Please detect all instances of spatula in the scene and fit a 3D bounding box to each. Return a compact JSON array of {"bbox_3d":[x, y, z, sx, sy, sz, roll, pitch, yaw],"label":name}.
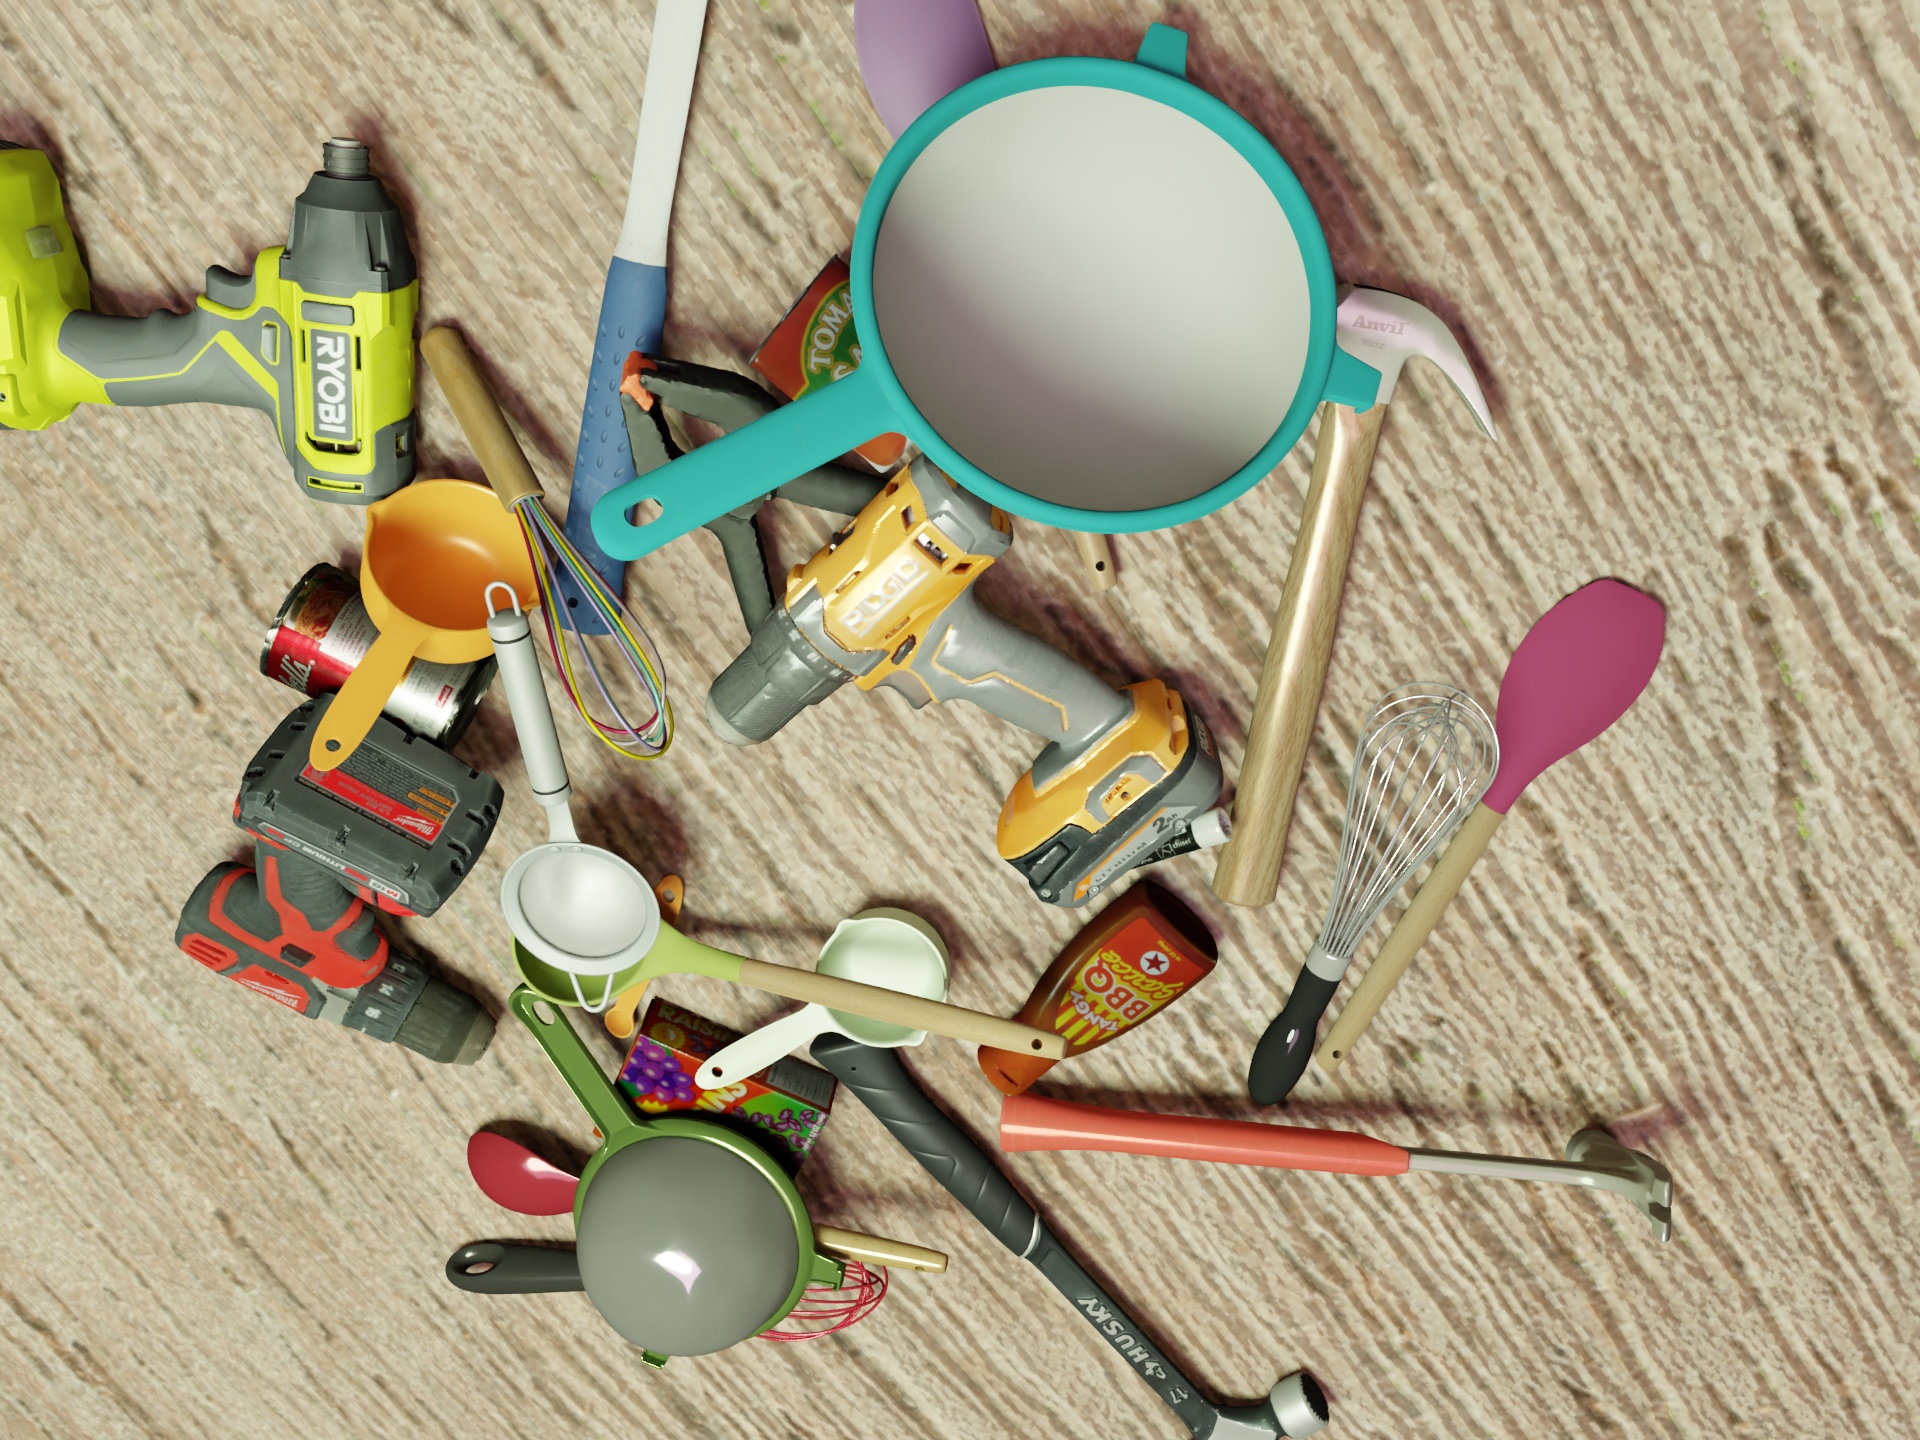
[{"bbox_3d":[0.021,-0.207,0.764,0.060,0.018,0.315,-19,109,6],"label":"spatula"}]

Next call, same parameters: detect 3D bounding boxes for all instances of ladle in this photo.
[{"bbox_3d":[-0.099,0.144,0.868,0.320,0.062,0.078,10,93,18],"label":"ladle"},{"bbox_3d":[-0.161,0.300,0.966,0.315,0.031,0.069,7,131,12],"label":"ladle"}]

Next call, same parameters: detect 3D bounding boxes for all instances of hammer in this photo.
[{"bbox_3d":[0.051,0.334,0.987,0.149,0.036,0.408,-36,105,19],"label":"hammer"},{"bbox_3d":[0.199,0.242,0.892,0.359,0.149,0.037,3,86,11],"label":"hammer"},{"bbox_3d":[-0.146,-0.230,0.761,0.144,0.035,0.405,15,114,-1],"label":"hammer"},{"bbox_3d":[0.179,-0.052,0.810,0.130,0.031,0.331,9,114,2],"label":"hammer"}]

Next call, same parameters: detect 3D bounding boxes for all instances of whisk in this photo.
[{"bbox_3d":[0.213,0.104,0.862,0.070,0.070,0.284,16,119,-2],"label":"whisk"},{"bbox_3d":[-0.190,0.351,1.006,0.296,0.073,0.073,-2,113,12],"label":"whisk"},{"bbox_3d":[-0.206,-0.089,0.779,0.047,0.051,0.245,-26,82,-24],"label":"whisk"}]

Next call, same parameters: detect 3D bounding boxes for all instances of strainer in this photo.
[{"bbox_3d":[-0.003,-0.146,0.699,0.340,0.095,0.211,-28,87,-11],"label":"strainer"},{"bbox_3d":[-0.191,0.267,0.910,0.151,0.069,0.256,-29,99,18],"label":"strainer"},{"bbox_3d":[-0.205,0.040,0.812,0.087,0.050,0.258,0,125,6],"label":"strainer"}]

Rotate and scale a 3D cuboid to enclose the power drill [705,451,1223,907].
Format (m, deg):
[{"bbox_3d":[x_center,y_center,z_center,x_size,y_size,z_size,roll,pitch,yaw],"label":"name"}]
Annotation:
[{"bbox_3d":[-0.001,-0.003,0.809,0.185,0.084,0.226,-41,110,21],"label":"power drill"}]

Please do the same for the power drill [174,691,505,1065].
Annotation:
[{"bbox_3d":[-0.323,0.105,0.874,0.187,0.080,0.226,30,135,-11],"label":"power drill"}]

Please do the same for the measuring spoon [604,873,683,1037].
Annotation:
[{"bbox_3d":[-0.185,0.138,0.940,0.021,0.011,0.117,27,111,10],"label":"measuring spoon"}]

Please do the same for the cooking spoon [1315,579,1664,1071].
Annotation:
[{"bbox_3d":[0.275,0.067,0.858,0.068,0.017,0.318,24,113,-4],"label":"cooking spoon"}]

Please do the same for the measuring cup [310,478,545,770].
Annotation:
[{"bbox_3d":[-0.274,-0.039,0.790,0.095,0.174,0.052,29,150,-10],"label":"measuring cup"}]

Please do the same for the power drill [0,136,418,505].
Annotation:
[{"bbox_3d":[-0.380,-0.205,0.775,0.223,0.080,0.171,7,115,-2],"label":"power drill"}]

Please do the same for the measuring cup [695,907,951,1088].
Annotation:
[{"bbox_3d":[-0.080,0.166,0.916,0.167,0.038,0.083,-30,95,13],"label":"measuring cup"}]
